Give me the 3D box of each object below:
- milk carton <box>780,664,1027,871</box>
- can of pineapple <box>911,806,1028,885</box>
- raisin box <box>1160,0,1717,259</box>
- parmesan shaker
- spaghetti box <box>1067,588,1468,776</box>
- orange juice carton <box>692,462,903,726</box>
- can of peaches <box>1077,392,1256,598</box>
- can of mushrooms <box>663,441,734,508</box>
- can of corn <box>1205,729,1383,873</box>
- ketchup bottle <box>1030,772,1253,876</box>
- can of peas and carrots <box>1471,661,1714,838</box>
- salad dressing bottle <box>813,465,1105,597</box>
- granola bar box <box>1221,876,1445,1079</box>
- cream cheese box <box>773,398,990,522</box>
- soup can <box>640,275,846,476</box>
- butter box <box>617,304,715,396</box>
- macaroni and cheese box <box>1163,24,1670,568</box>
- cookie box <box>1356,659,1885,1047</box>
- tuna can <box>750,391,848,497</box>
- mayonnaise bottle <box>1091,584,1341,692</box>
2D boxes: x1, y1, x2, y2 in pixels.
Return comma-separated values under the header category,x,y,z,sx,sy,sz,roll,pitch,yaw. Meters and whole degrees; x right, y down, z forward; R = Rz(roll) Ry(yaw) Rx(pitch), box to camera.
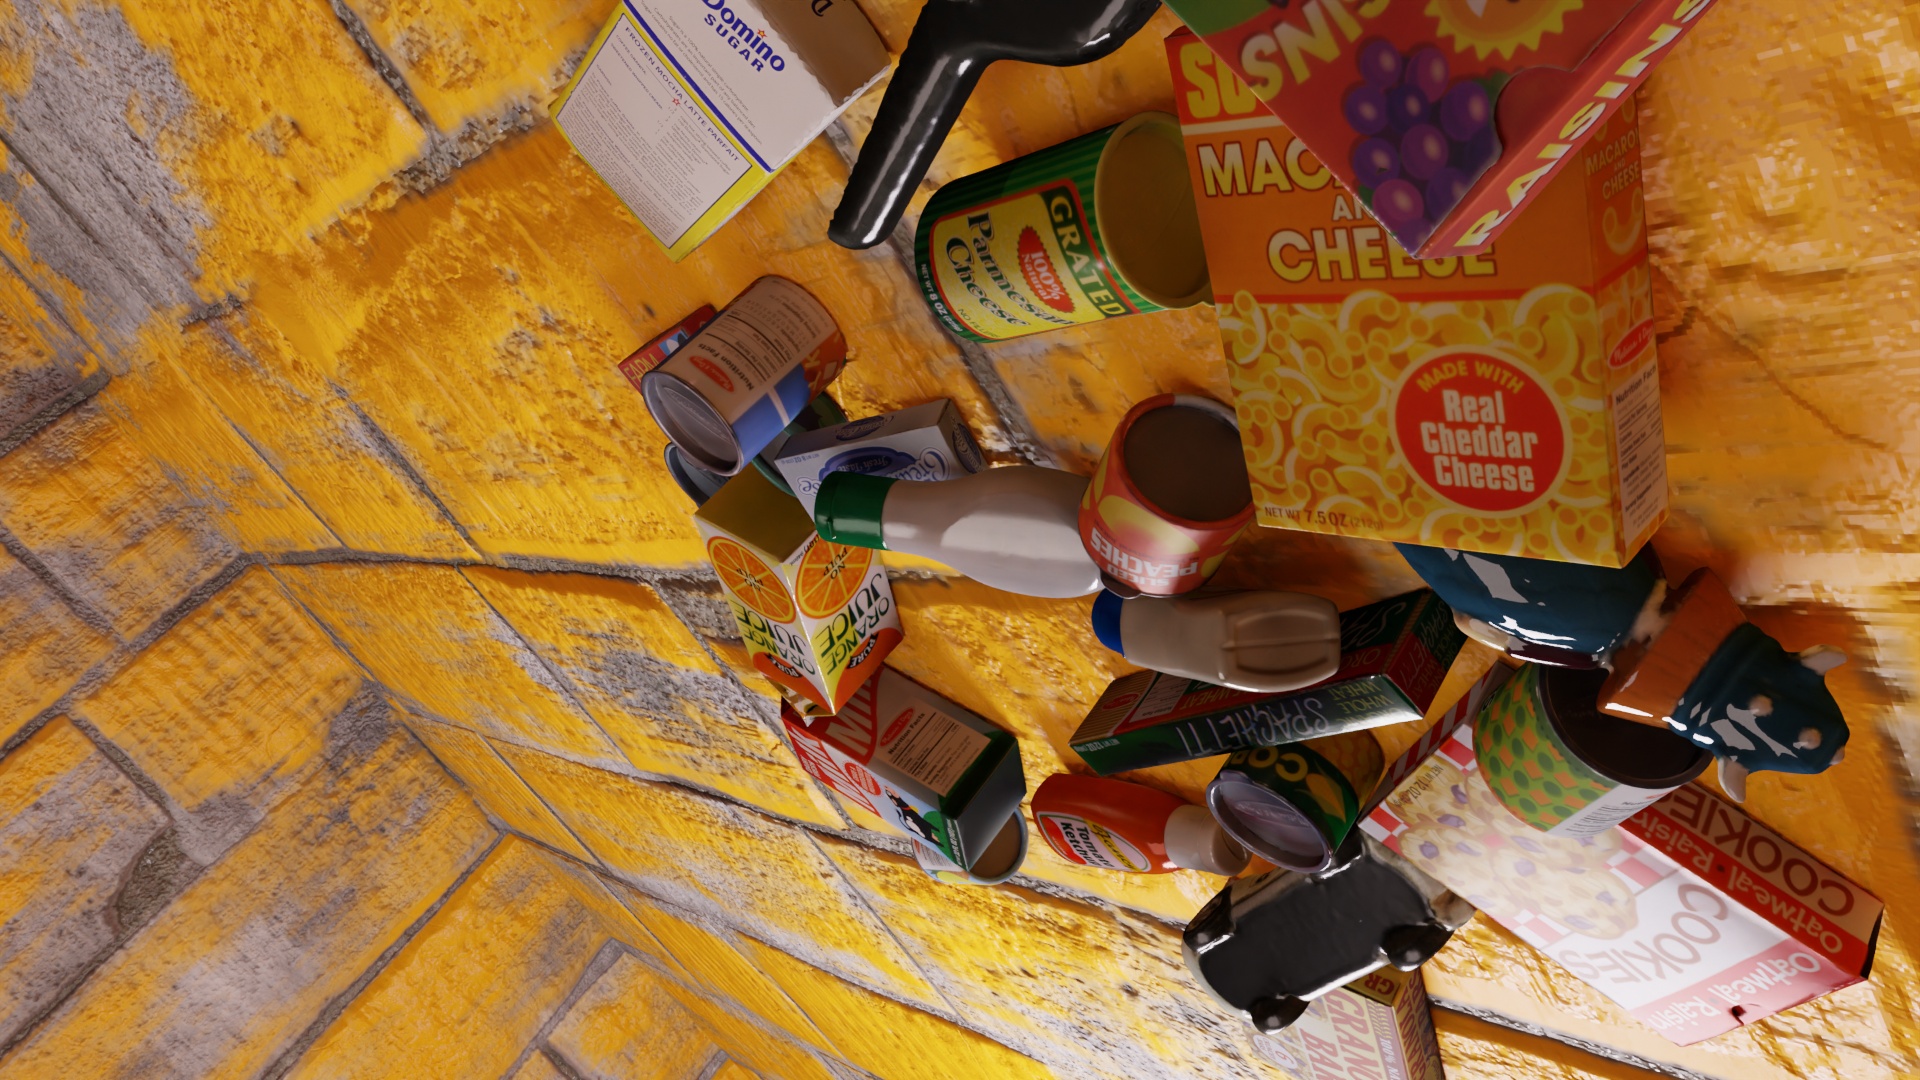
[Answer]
category,x,y,z,sx,sy,sz,roll,pitch,yaw
milk carton,-0.054,0.138,0.953,0.191,0.074,0.072,26,148,27
can of pineapple,0.008,0.211,0.988,0.071,0.071,0.057,49,151,-13
raisin box,0.106,-0.141,0.336,0.123,0.040,0.085,53,129,20
parmesan shaker,0.040,-0.107,0.504,0.103,0.071,0.071,-2,130,52
spaghetti box,0.133,0.073,0.657,0.028,0.050,0.249,45,151,-9
orange juice carton,-0.093,0.038,0.864,0.073,0.072,0.191,25,147,29
can of peaches,0.086,-0.017,0.568,0.071,0.071,0.057,36,150,10
can of mushrooms,-0.148,-0.044,0.860,0.071,0.033,0.070,30,149,20
can of corn,0.161,0.115,0.671,0.071,0.058,0.070,30,150,20
ketchup bottle,0.109,0.173,0.833,0.148,0.044,0.064,-7,125,54
can of peas and carrots,0.231,0.068,0.514,0.071,0.071,0.058,35,151,12
salad dressing bottle,0.002,-0.008,0.669,0.148,0.044,0.064,8,128,21
granola bar box,0.226,0.289,0.854,0.124,0.039,0.164,15,142,39
cream cheese box,-0.039,-0.037,0.711,0.103,0.024,0.053,-10,126,32
soup can,-0.109,-0.083,0.704,0.071,0.084,0.071,30,150,20
butter box,-0.158,-0.098,0.805,0.053,0.024,0.103,51,150,-18
macaroni and cheese box,0.135,-0.079,0.412,0.123,0.040,0.165,8,122,46
cookie box,0.268,0.137,0.588,0.167,0.040,0.122,34,151,13
tuna can,-0.090,-0.055,0.772,0.071,0.033,0.070,31,150,20
mayonnaise bottle,0.104,0.039,0.619,0.148,0.065,0.041,-176,83,-71
